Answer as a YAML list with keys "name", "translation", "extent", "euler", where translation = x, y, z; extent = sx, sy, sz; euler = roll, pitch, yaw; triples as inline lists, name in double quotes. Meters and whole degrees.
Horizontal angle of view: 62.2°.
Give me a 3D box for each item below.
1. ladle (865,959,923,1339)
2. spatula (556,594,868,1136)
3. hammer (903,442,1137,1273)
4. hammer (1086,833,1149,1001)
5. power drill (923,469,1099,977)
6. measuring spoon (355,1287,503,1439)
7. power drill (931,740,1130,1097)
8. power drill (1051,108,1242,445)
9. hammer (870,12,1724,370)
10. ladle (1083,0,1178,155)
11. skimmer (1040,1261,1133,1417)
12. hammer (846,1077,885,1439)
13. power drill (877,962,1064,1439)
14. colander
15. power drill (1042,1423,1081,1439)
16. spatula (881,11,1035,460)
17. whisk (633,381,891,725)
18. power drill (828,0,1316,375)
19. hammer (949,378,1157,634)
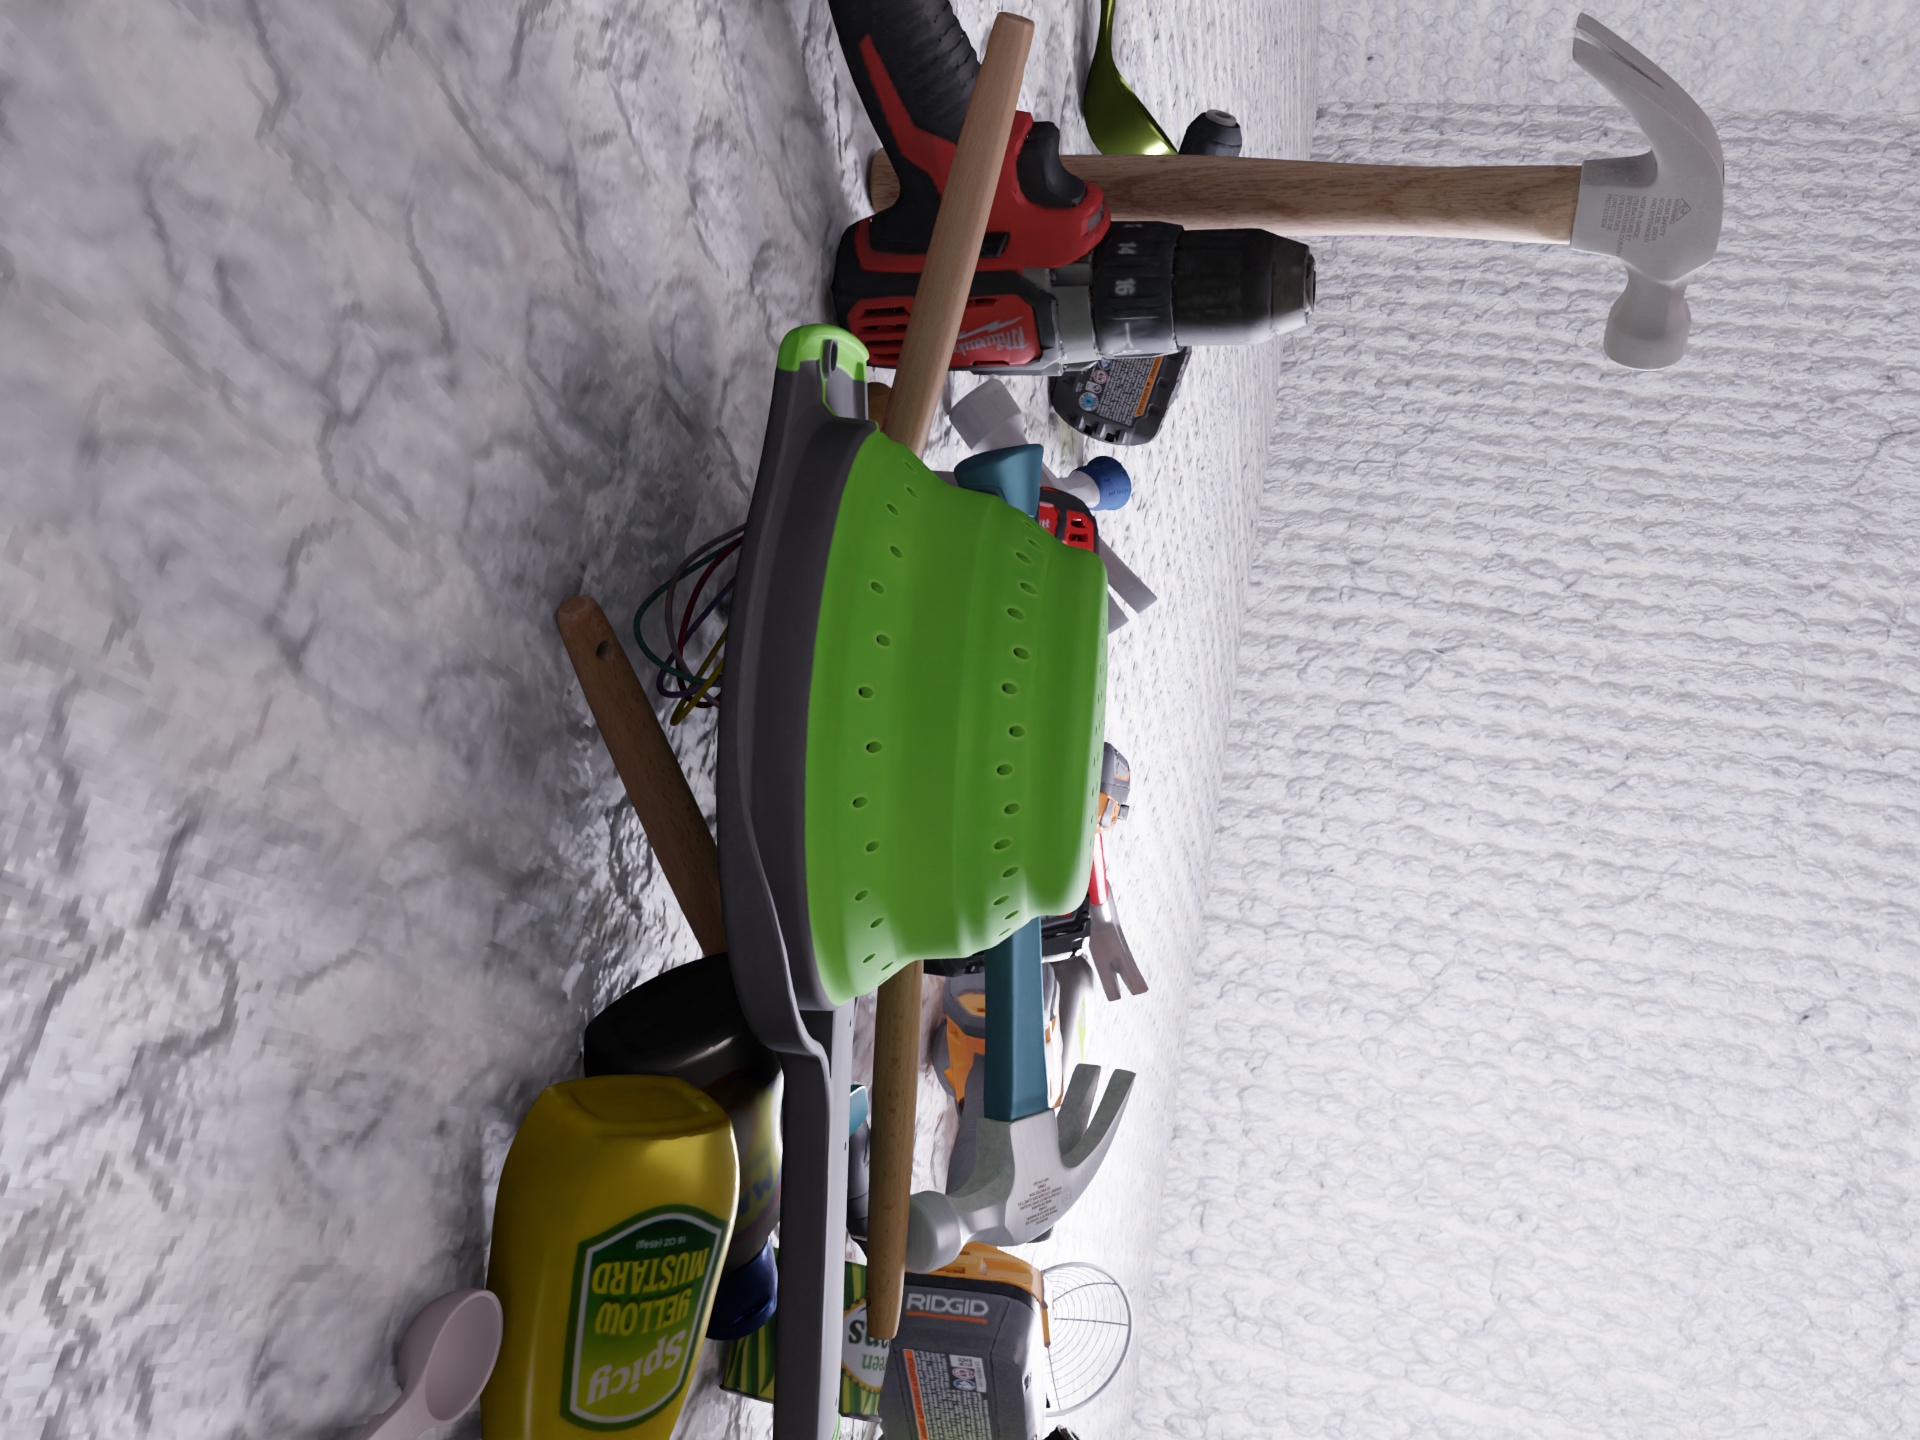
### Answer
- name: "ladle"
  translation: [-0.023, 0.077, 0.616]
  extent: [0.069, 0.031, 0.315]
  euler: [170, -76, -70]
- name: "spatula"
  translation: [-0.085, 0.084, 0.554]
  extent: [0.082, 0.044, 0.317]
  euler: [-40, 135, -28]
- name: "hammer"
  translation: [0.020, 0.049, 0.662]
  extent: [0.128, 0.033, 0.331]
  euler: [-1, 90, -47]
- name: "hammer"
  translation: [0.084, 0.034, 1.110]
  extent: [0.143, 0.038, 0.385]
  euler: [-107, -176, -46]
- name: "power drill"
  translation: [-0.001, -0.002, 0.717]
  extent: [0.143, 0.078, 0.219]
  euler: [1, 91, -48]
- name: "measuring spoon"
  translation: [-0.154, 0.182, 0.380]
  extent: [0.124, 0.018, 0.034]
  euler: [-45, 140, -58]
- name: "power drill"
  translation: [0.047, 0.125, 1.009]
  extent: [0.164, 0.084, 0.226]
  euler: [34, 67, -75]
- name: "power drill"
  translation: [0.139, -0.307, 1.104]
  extent: [0.229, 0.080, 0.190]
  euler: [-64, 173, -53]
- name: "hammer"
  translation: [0.122, -0.209, 0.629]
  extent: [0.129, 0.331, 0.031]
  euler: [79, 24, -47]
- name: "ladle"
  translation: [0.107, -0.513, 0.998]
  extent: [0.078, 0.062, 0.320]
  euler: [-76, 164, -64]
- name: "skimmer"
  translation: [0.050, 0.428, 1.132]
  extent: [0.127, 0.090, 0.363]
  euler: [-47, 153, -11]
- name: "hammer"
  translation: [-0.041, 0.258, 0.811]
  extent: [0.408, 0.036, 0.149]
  euler: [80, 21, -48]
- name: "power drill"
  translation: [0.014, 0.251, 0.808]
  extent: [0.226, 0.084, 0.185]
  euler: [-77, 166, -48]
- name: "colander"
  translation: [-0.007, 0.081, 0.501]
  extent: [0.204, 0.094, 0.397]
  euler: [-56, 149, -78]
- name: "power drill"
  translation: [-0.021, 0.413, 0.754]
  extent: [0.171, 0.080, 0.223]
  euler: [-45, 160, -1]
- name: "spatula"
  translation: [-0.024, -0.094, 0.583]
  extent: [0.060, 0.018, 0.315]
  euler: [-94, -161, -56]
- name: "whisk"
  translation: [-0.061, -0.070, 0.578]
  extent: [0.245, 0.051, 0.047]
  euler: [-71, 172, -56]
- name: "power drill"
  translation: [0.030, -0.224, 0.568]
  extent: [0.226, 0.188, 0.080]
  euler: [76, 24, -44]
- name: "hammer"
  translation: [0.079, -0.140, 1.003]
  extent: [0.144, 0.035, 0.405]
  euler: [55, 14, -2]
